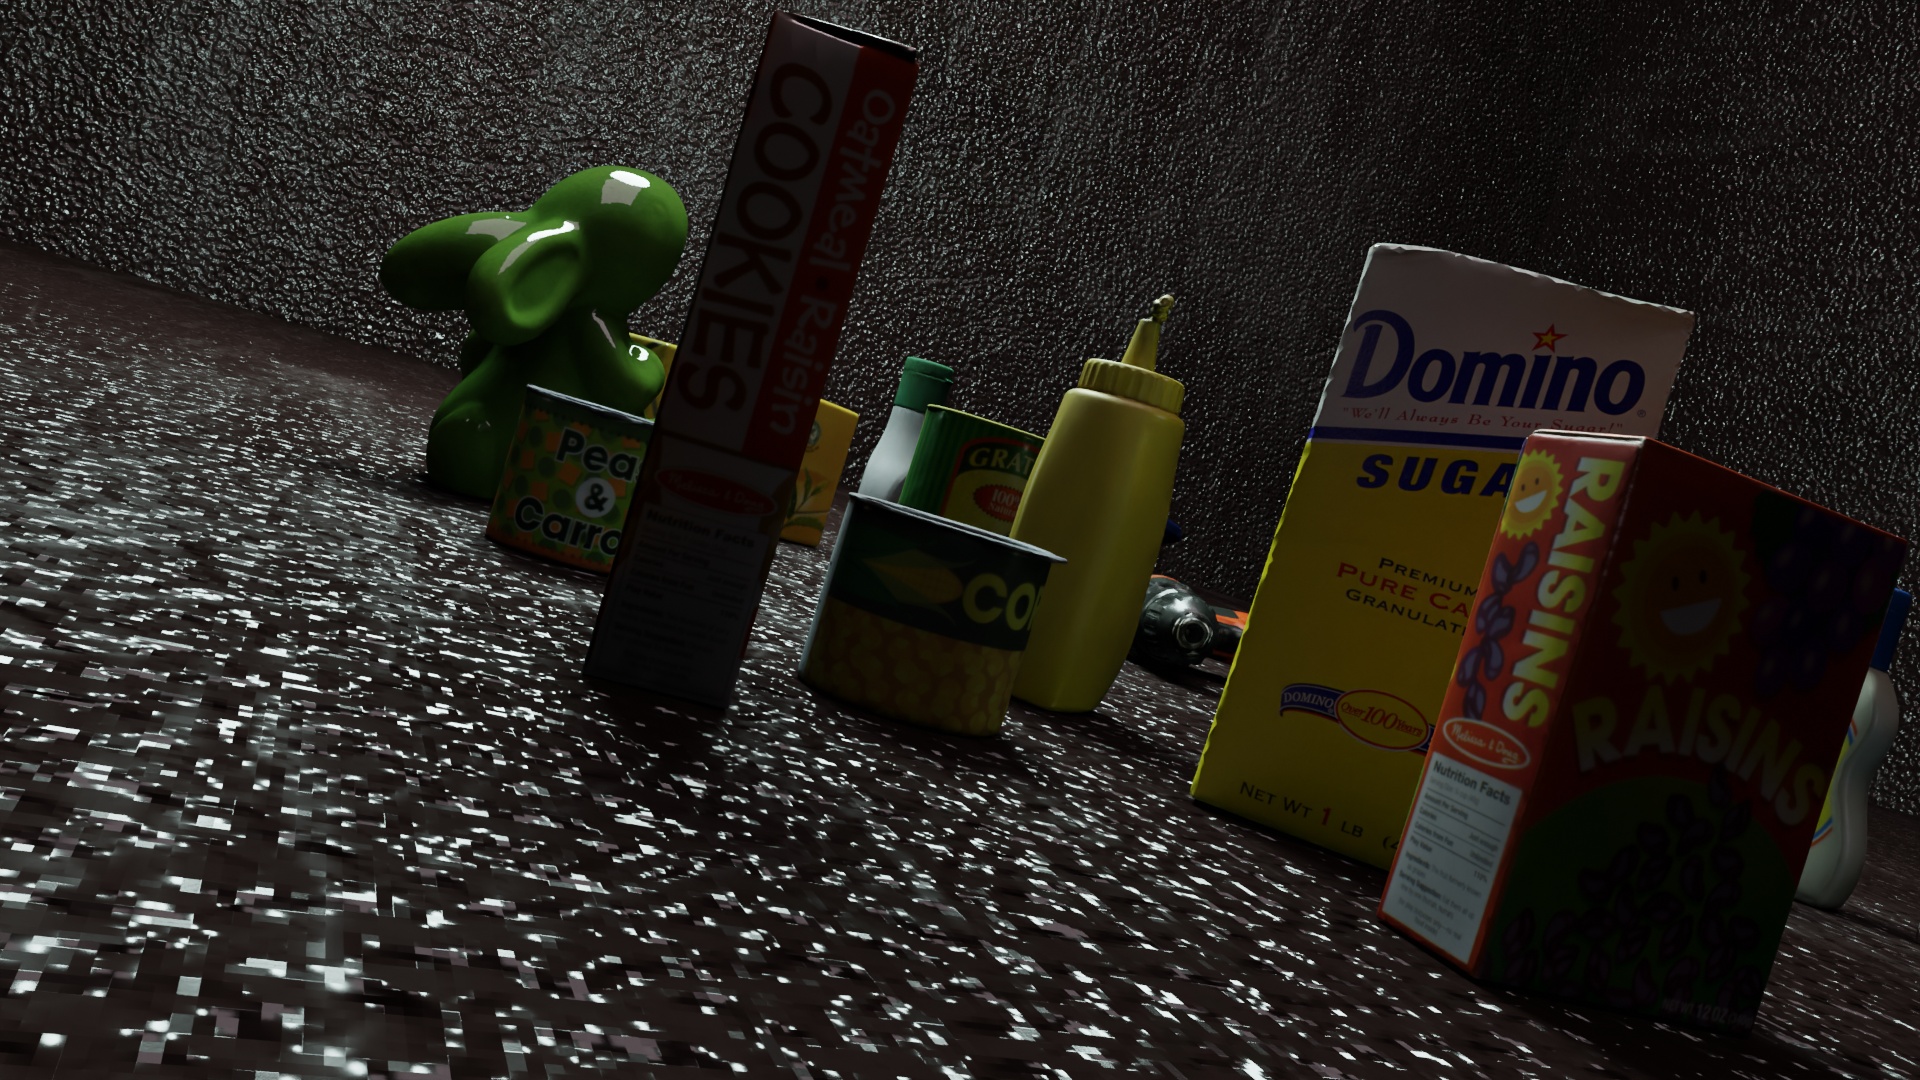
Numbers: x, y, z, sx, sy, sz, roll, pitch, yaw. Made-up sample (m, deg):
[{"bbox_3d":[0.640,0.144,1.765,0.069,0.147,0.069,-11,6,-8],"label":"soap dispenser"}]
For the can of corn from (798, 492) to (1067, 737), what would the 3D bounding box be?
[{"bbox_3d":[-0.008,0.023,0.423,0.071,0.058,0.071,17,2,0],"label":"can of corn"}]

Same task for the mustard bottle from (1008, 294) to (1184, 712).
[{"bbox_3d":[0.052,-0.016,0.527,0.049,0.160,0.065,18,2,27],"label":"mustard bottle"}]

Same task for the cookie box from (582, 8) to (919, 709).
[{"bbox_3d":[-0.060,-0.048,0.392,0.040,0.167,0.123,17,2,-12],"label":"cookie box"}]

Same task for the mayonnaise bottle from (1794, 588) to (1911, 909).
[{"bbox_3d":[0.397,0.090,0.644,0.041,0.148,0.065,16,2,-39],"label":"mayonnaise bottle"}]

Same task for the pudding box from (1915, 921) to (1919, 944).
[{"bbox_3d":[0.423,0.153,0.563,0.030,0.049,0.084,18,2,18],"label":"pudding box"}]

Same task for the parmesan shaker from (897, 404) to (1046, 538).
[{"bbox_3d":[0.002,-0.009,0.696,0.071,0.103,0.071,17,2,0],"label":"parmesan shaker"}]

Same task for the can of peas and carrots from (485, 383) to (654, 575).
[{"bbox_3d":[-0.138,-0.021,0.524,0.071,0.058,0.071,17,2,0],"label":"can of peas and carrots"}]

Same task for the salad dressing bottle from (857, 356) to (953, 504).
[{"bbox_3d":[-0.042,-0.060,1.020,0.044,0.147,0.064,18,2,24],"label":"salad dressing bottle"}]

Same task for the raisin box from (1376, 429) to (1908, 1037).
[{"bbox_3d":[0.160,0.044,0.326,0.086,0.123,0.040,16,2,-18],"label":"raisin box"}]
